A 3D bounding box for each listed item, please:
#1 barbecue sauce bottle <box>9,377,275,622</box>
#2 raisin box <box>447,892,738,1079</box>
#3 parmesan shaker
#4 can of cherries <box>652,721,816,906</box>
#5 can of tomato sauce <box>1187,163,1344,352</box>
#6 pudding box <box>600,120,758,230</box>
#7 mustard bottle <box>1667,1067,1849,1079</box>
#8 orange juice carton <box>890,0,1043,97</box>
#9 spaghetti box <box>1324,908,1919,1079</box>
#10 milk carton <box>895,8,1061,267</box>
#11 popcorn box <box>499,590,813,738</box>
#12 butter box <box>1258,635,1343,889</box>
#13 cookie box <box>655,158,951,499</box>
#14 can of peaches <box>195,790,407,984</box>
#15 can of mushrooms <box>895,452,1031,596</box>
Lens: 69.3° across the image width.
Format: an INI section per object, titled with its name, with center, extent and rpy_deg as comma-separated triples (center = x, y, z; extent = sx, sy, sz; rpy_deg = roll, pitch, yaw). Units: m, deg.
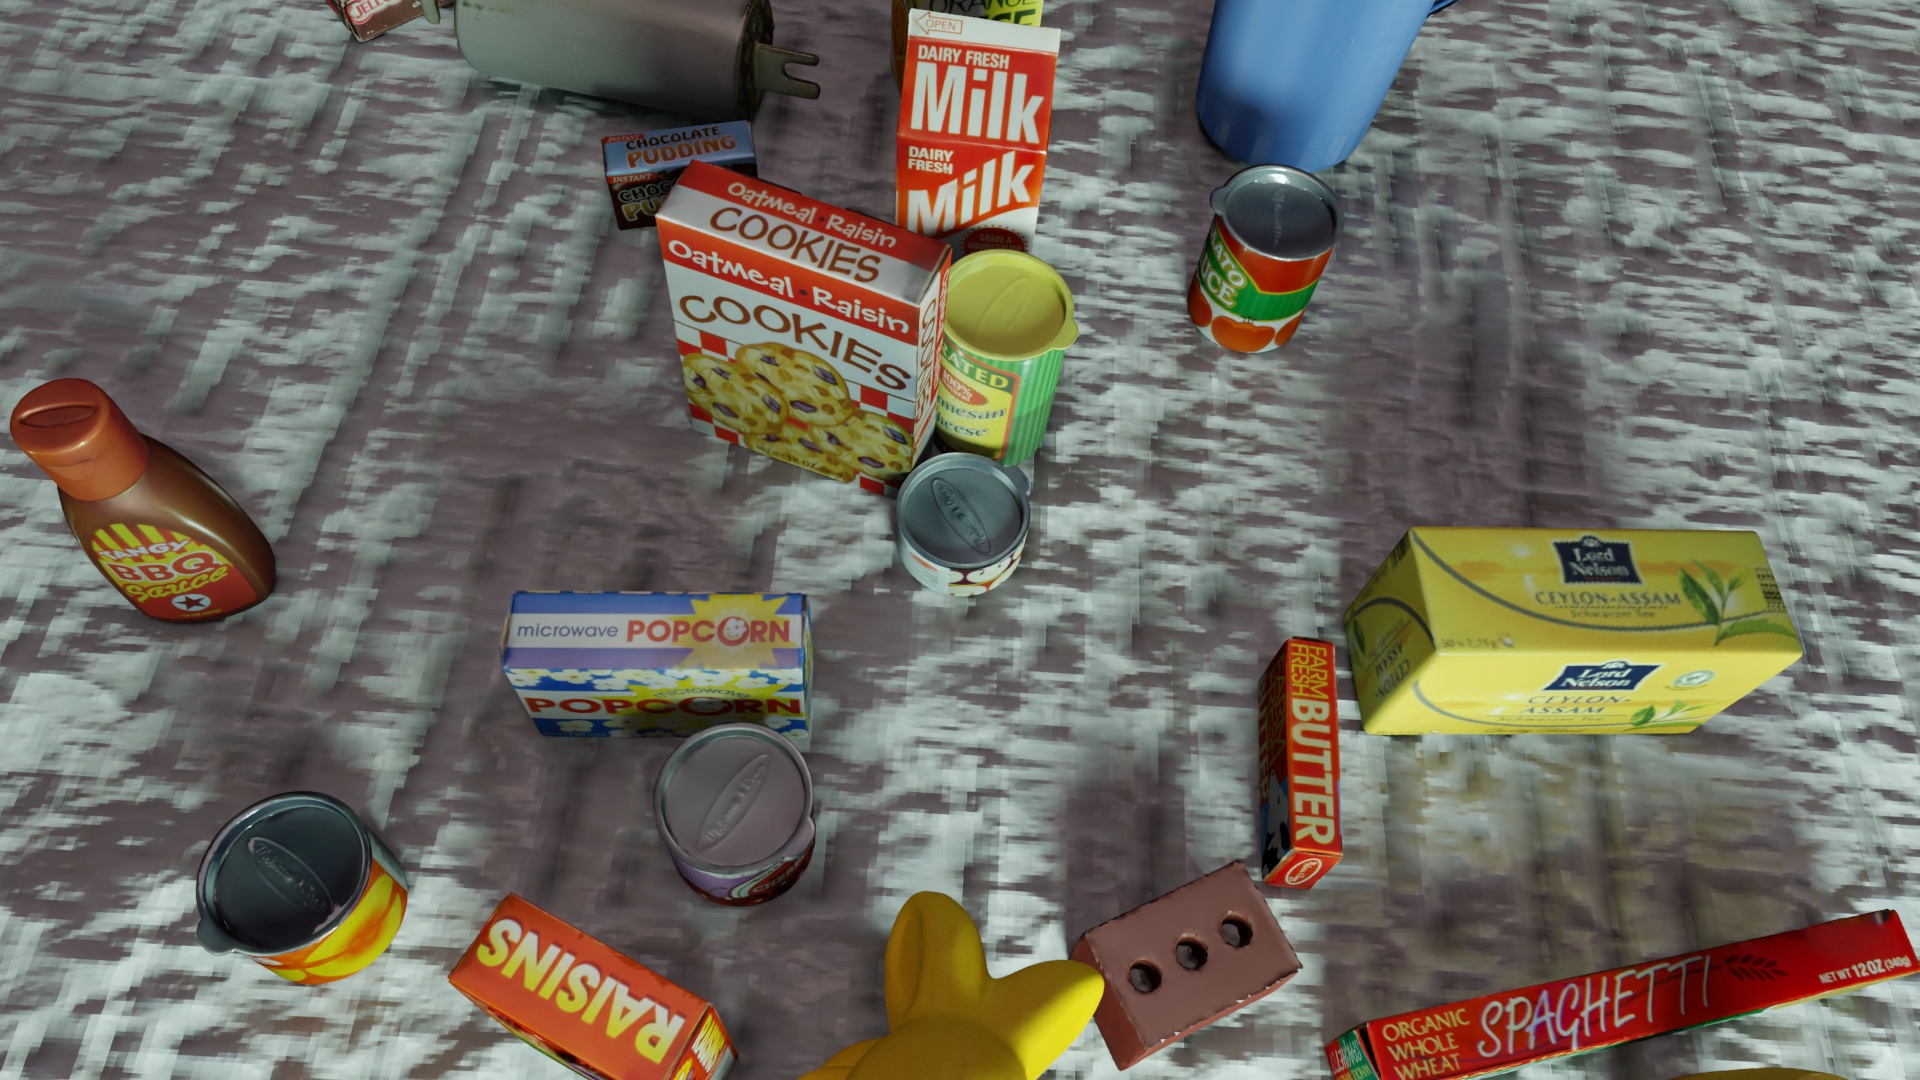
[barbecue sauce bottle]
center = -0.355, -0.014, 0.603
extent = 0.065, 0.147, 0.044
rpy_deg = -9, 62, -9
[raisin box]
center = -0.134, 0.183, 0.525
extent = 0.086, 0.122, 0.040
rpy_deg = 26, 63, 10
[parmesan shaker]
center = 0.019, -0.086, 0.699
extent = 0.071, 0.102, 0.071
rpy_deg = 2, 61, -3
[can of cherries]
center = -0.094, 0.121, 0.600
extent = 0.071, 0.058, 0.072
rpy_deg = 2, 61, -3
[can of tomato sauce]
center = 0.163, -0.152, 0.759
extent = 0.071, 0.082, 0.071
rpy_deg = 2, 61, -3
[pudding box]
center = -0.156, -0.206, 0.782
extent = 0.084, 0.049, 0.030
rpy_deg = -9, 62, -9
[mustard bottle]
center = 0.303, 0.226, 0.515
extent = 0.049, 0.159, 0.065
rpy_deg = -11, 63, -10
[orange juice carton]
center = 0.004, -0.320, 0.777
extent = 0.072, 0.191, 0.073
rpy_deg = -10, 63, -10
[spaghetti box]
center = 0.280, 0.198, 0.591
extent = 0.250, 0.050, 0.029
rpy_deg = -9, 62, -9
[milk carton]
center = 0.006, -0.188, 0.705
extent = 0.072, 0.189, 0.074
rpy_deg = 7, 61, -1
[popcorn box]
center = -0.130, 0.056, 0.618
extent = 0.127, 0.084, 0.038
rpy_deg = 1, 61, -4
[butter box]
center = 0.154, 0.101, 0.634
extent = 0.024, 0.053, 0.104
rpy_deg = 7, 61, -1
[cookie box]
center = -0.072, -0.093, 0.659
extent = 0.123, 0.166, 0.040
rpy_deg = 20, 62, 6
[can of peaches]
center = -0.271, 0.146, 0.572
extent = 0.071, 0.057, 0.071
rpy_deg = 2, 61, -3
[can of mushrooms]
center = 0.002, -0.009, 0.694
extent = 0.071, 0.033, 0.071
rpy_deg = 2, 61, -3
